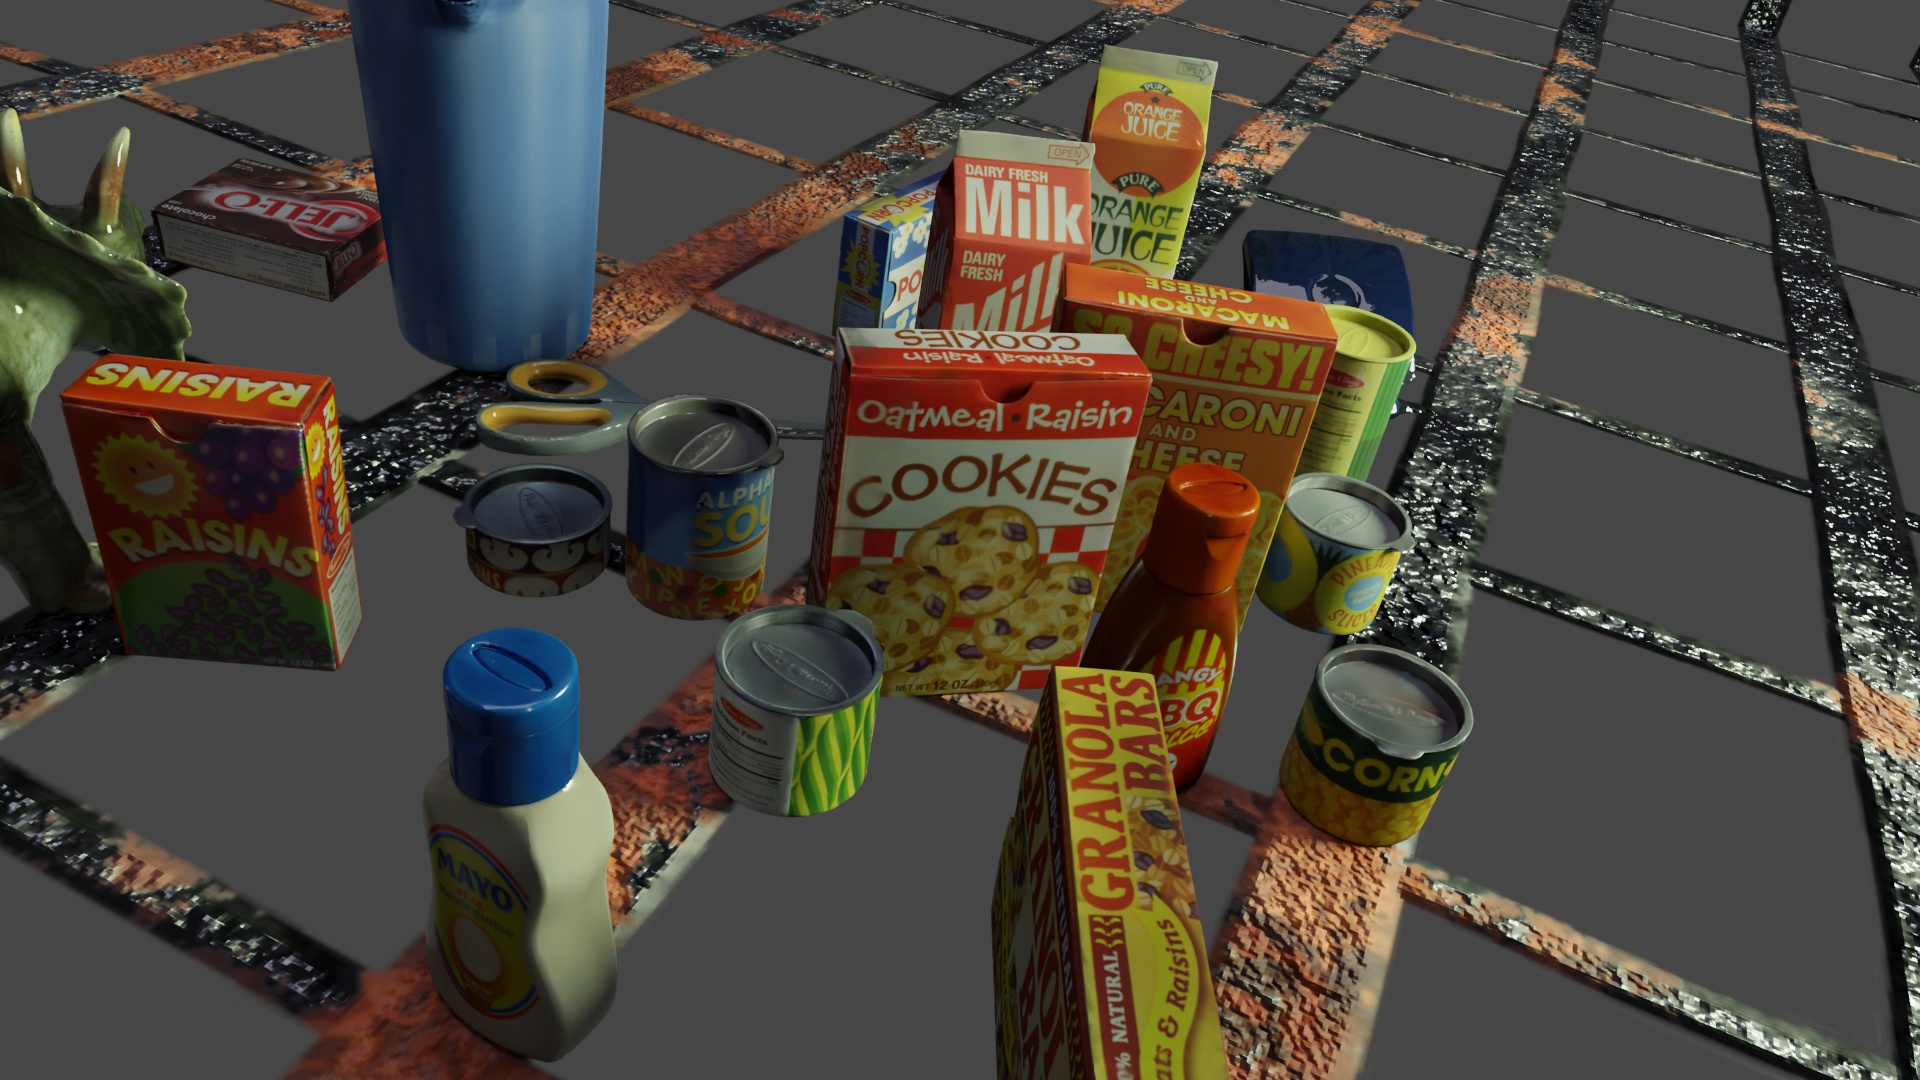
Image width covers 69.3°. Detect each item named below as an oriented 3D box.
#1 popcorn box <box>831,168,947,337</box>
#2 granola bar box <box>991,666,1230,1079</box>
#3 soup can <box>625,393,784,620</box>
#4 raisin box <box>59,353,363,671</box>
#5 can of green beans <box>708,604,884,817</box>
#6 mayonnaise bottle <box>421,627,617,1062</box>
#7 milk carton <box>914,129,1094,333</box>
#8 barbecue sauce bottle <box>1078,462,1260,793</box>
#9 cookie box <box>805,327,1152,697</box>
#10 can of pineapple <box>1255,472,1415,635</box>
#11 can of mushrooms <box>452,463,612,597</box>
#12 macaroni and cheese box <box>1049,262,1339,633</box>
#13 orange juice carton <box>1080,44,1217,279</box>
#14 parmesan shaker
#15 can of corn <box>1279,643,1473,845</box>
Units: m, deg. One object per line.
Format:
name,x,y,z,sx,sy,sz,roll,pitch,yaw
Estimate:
popcorn box,-0.029,-0.183,0.898,0.038,0.084,0.127,26,38,21
granola bar box,0.038,0.139,0.428,0.039,0.123,0.166,7,35,-6
soup can,-0.118,-0.014,0.638,0.071,0.083,0.072,7,35,-5
raisin box,-0.292,-0.008,0.550,0.086,0.122,0.040,6,35,-6
can of green beans,-0.067,0.068,0.558,0.071,0.057,0.071,7,35,-5
mayonnaise bottle,-0.136,0.094,0.425,0.065,0.147,0.041,25,37,20
milk carton,0.018,-0.121,0.733,0.072,0.189,0.074,3,35,-11
barbecue sauce bottle,0.083,0.039,0.559,0.065,0.147,0.044,-3,37,-19
cookie box,0.002,-0.007,0.588,0.123,0.166,0.040,-1,36,-16
can of pineapple,0.190,0.008,0.710,0.071,0.057,0.071,7,35,-5
can of mushrooms,-0.199,-0.005,0.648,0.071,0.033,0.071,7,35,-5
macaroni and cheese box,0.093,-0.039,0.656,0.124,0.165,0.040,8,35,-3
orange juice carton,0.106,-0.215,0.886,0.072,0.191,0.073,9,35,-2
parmesan shaker,0.207,-0.075,0.792,0.071,0.102,0.072,7,35,-5
can of corn,0.175,0.089,0.592,0.071,0.058,0.071,7,35,-5
